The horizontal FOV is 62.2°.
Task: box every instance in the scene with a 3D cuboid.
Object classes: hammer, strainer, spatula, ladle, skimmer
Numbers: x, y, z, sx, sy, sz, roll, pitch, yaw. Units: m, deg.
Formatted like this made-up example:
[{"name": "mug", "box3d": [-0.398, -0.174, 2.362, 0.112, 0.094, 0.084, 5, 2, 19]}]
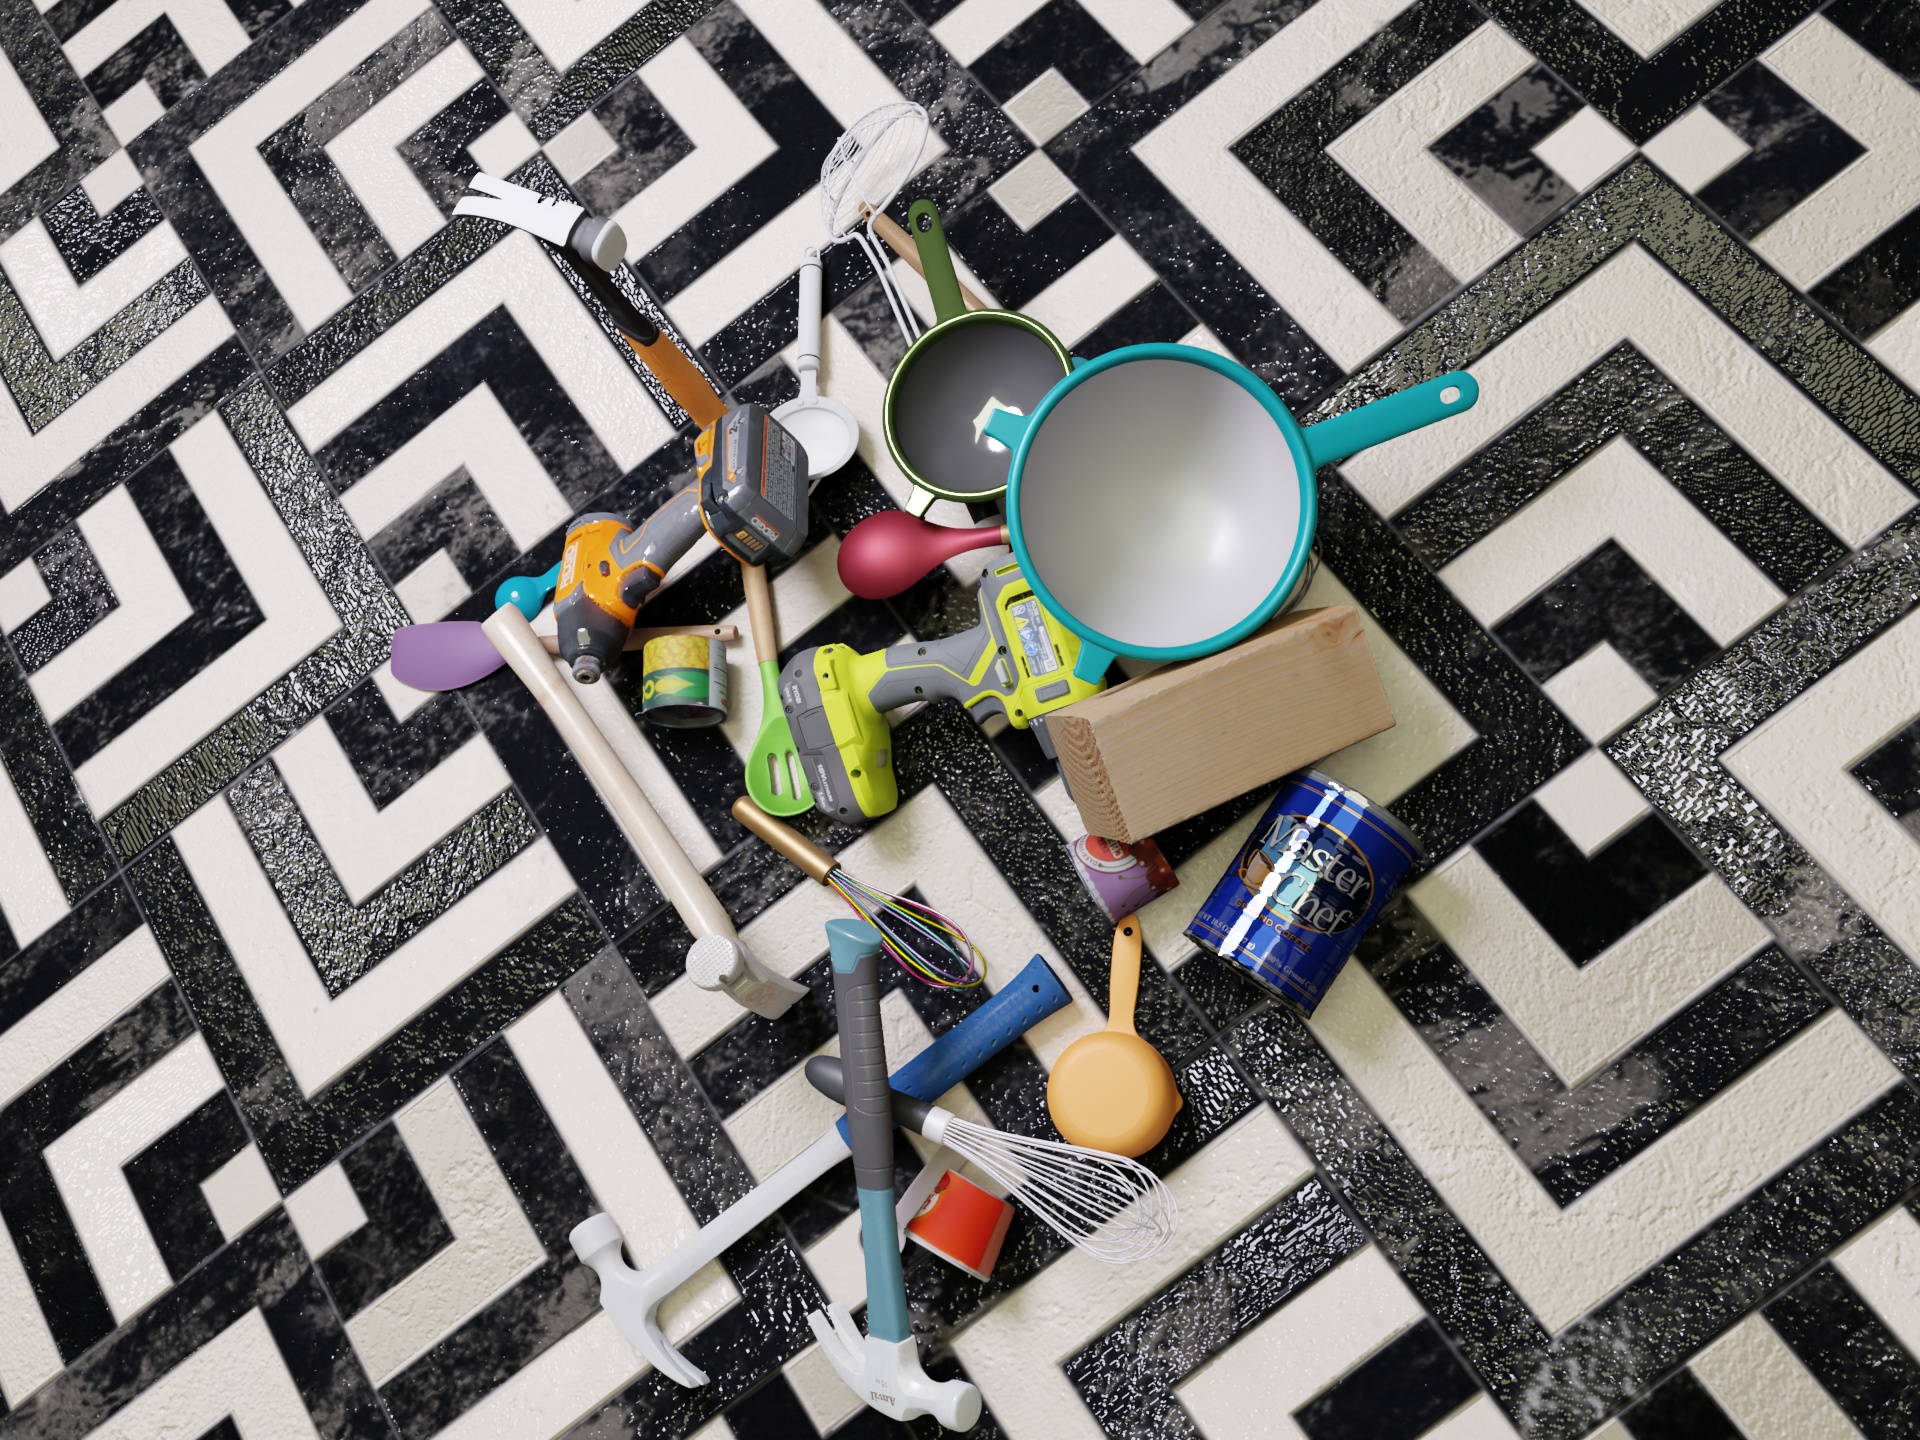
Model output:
[{"name": "hammer", "box3d": [-0.239, -0.285, 1.183, 0.127, 0.336, 0.034, 24, 81, 20]}, {"name": "strainer", "box3d": [0.008, -0.276, 1.212, 0.151, 0.069, 0.256, -20, 72, 14]}, {"name": "spatula", "box3d": [0.012, -0.331, 1.288, 0.318, 0.044, 0.082, 47, 116, 22]}, {"name": "ladle", "box3d": [0.056, -0.138, 1.176, 0.315, 0.031, 0.069, -6, 76, 11]}, {"name": "hammer", "box3d": [-0.088, 0.312, 1.144, 0.405, 0.035, 0.144, -38, 69, 2]}, {"name": "skimmer", "box3d": [-0.022, -0.323, 1.281, 0.127, 0.090, 0.363, -26, 84, 44]}, {"name": "hammer", "box3d": [-0.057, 0.298, 1.066, 0.128, 0.033, 0.331, -6, 90, 40]}, {"name": "strainer", "box3d": [0.189, -0.169, 1.104, 0.340, 0.095, 0.211, -21, 95, -6]}, {"name": "spatula", "box3d": [-0.332, -0.061, 1.315, 0.316, 0.018, 0.060, -3, 79, 14]}, {"name": "strainer", "box3d": [-0.124, -0.285, 1.313, 0.087, 0.050, 0.259, -3, 69, 7]}, {"name": "hammer", "box3d": [-0.254, 0.059, 1.219, 0.038, 0.146, 0.411, -40, 63, 0]}]

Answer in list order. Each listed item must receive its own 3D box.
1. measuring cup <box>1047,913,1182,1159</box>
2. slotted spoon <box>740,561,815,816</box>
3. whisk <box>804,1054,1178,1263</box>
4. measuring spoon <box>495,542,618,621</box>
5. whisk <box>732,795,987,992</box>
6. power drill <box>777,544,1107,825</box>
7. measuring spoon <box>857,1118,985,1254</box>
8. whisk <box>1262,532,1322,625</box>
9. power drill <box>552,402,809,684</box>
[{"name": "measuring cup", "box3d": [0.108, 0.218, 1.110, 0.095, 0.052, 0.174, 3, 78, 15]}, {"name": "slotted spoon", "box3d": [-0.155, -0.069, 1.269, 0.070, 0.031, 0.314, -14, 70, 5]}, {"name": "whisk", "box3d": [0.014, 0.287, 1.079, 0.285, 0.070, 0.070, 19, 81, 24]}, {"name": "measuring spoon", "box3d": [-0.338, -0.127, 1.332, 0.128, 0.021, 0.042, -34, 70, 4]}, {"name": "whisk", "box3d": [-0.078, 0.128, 1.193, 0.245, 0.051, 0.047, 34, 64, 24]}, {"name": "power drill", "box3d": [-0.002, -0.004, 1.161, 0.228, 0.080, 0.190, -19, 88, 17]}, {"name": "measuring spoon", "box3d": [-0.026, 0.333, 1.136, 0.034, 0.018, 0.124, 42, 81, 2]}, {"name": "whisk", "box3d": [0.194, -0.040, 1.165, 0.055, 0.055, 0.239, 29, 88, 19]}, {"name": "power drill", "box3d": [-0.224, -0.127, 1.223, 0.226, 0.084, 0.164, -29, 43, 26]}]
